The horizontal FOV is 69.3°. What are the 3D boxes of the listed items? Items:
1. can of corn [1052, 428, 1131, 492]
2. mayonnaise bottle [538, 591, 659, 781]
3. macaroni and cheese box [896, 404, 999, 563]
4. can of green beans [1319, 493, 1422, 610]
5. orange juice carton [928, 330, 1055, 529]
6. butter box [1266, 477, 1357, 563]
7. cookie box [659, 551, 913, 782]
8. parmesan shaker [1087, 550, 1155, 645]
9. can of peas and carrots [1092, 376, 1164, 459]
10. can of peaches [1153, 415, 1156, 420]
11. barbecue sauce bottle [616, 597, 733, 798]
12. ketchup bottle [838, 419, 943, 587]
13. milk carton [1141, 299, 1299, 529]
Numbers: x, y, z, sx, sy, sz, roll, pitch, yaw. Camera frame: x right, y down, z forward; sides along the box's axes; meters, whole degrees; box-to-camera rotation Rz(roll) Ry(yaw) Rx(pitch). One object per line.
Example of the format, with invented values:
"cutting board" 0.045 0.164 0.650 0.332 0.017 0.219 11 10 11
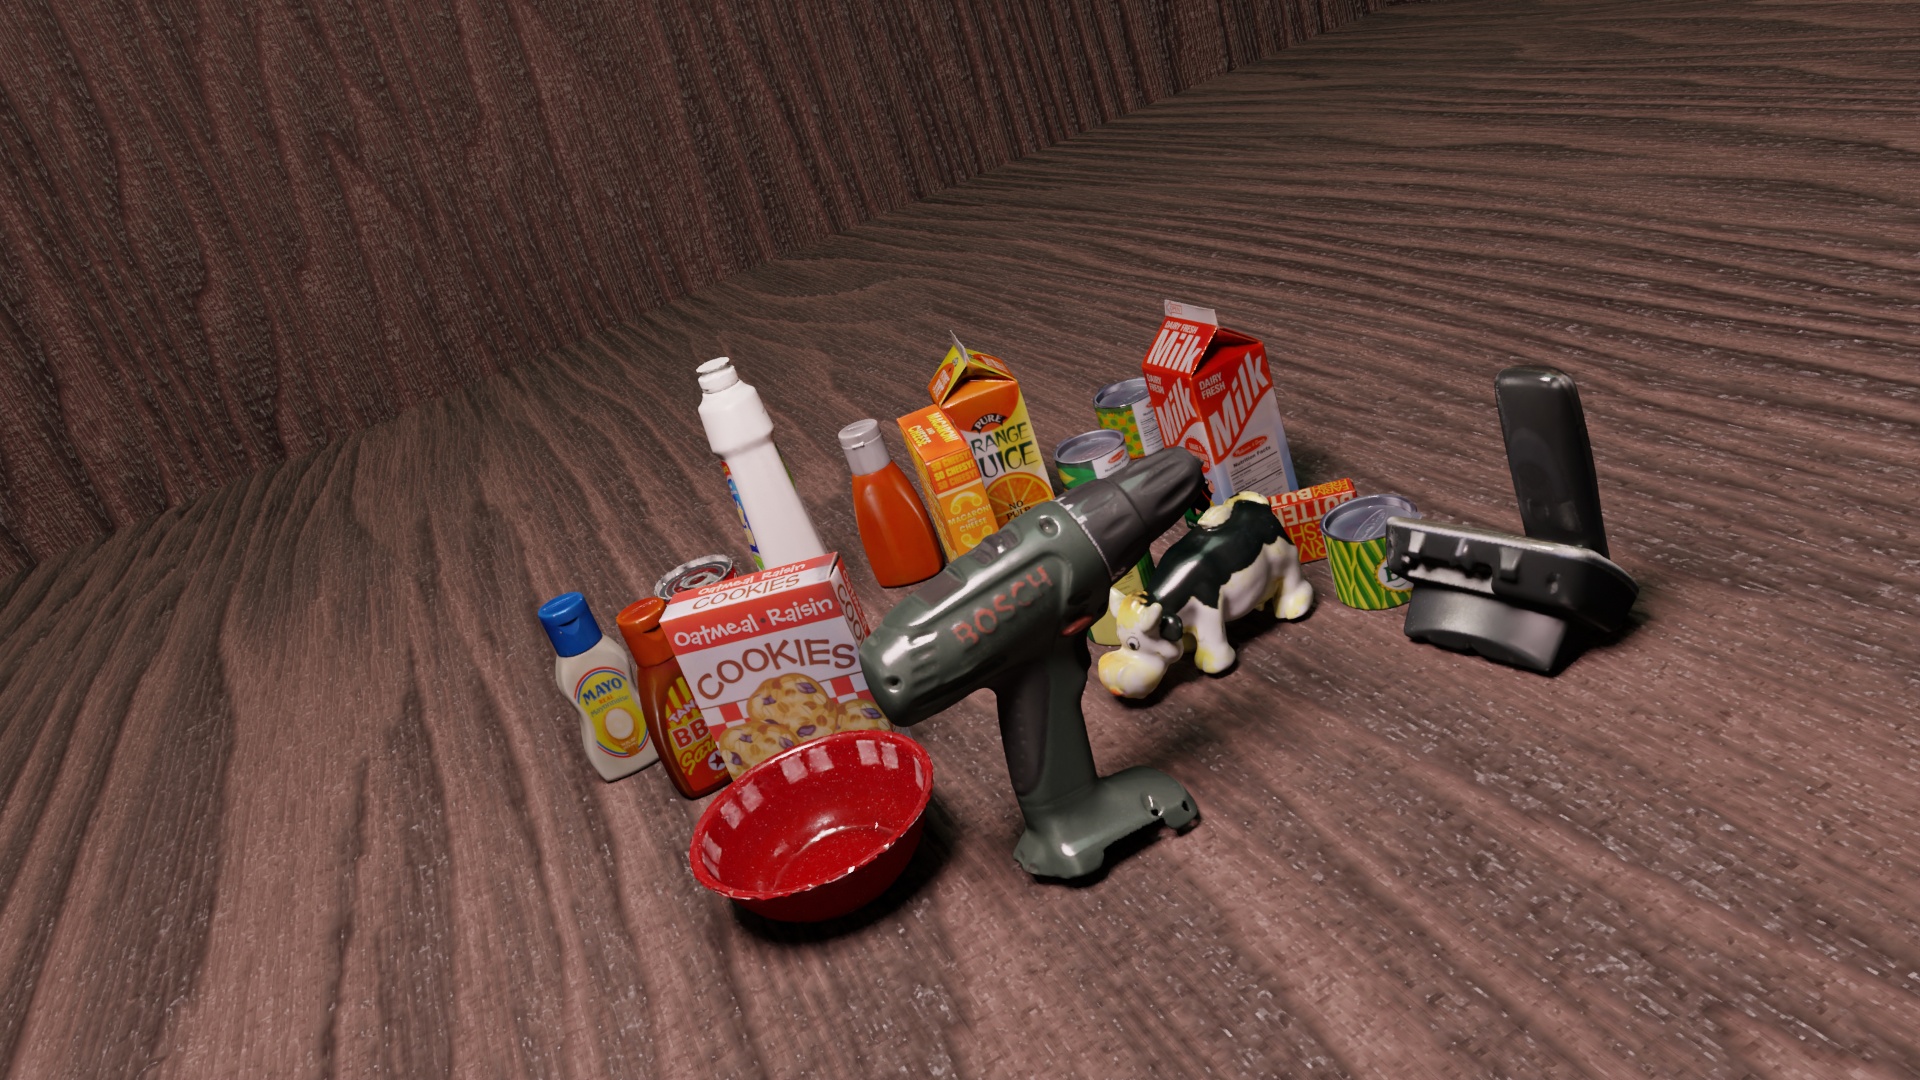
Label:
"can of corn" 0.121 -0.061 1.251 0.071 0.058 0.071 -16 24 7
"mayonnaise bottle" -0.279 0.111 1.072 0.065 0.147 0.041 -26 24 -15
"macaroni and cheese box" 0.004 -0.014 1.105 0.040 0.165 0.124 -22 23 -5
"can of green beans" 0.291 0.008 0.975 0.071 0.057 0.071 -16 24 7
"orange juice carton" 0.026 -0.089 1.218 0.073 0.192 0.072 -20 23 -1
"butter box" 0.250 -0.009 1.048 0.103 0.053 0.024 -14 24 13
"cookie box" -0.114 0.100 0.947 0.123 0.166 0.040 -14 24 12
"parmesan shaker" 0.108 0.019 1.034 0.071 0.102 0.071 -16 24 7
"can of peas and carrots" 0.165 -0.118 1.341 0.071 0.058 0.071 -16 24 7
"can of peaches" 0.214 -0.099 1.264 0.071 0.058 0.071 -16 24 7
"barbecue sauce bottle" -0.205 0.113 1.013 0.065 0.148 0.044 -31 26 -25
"ketchup bottle" -0.066 -0.033 1.220 0.065 0.148 0.044 -15 24 11
"milk carton" 0.205 -0.100 1.108 0.073 0.189 0.072 -27 24 -17
